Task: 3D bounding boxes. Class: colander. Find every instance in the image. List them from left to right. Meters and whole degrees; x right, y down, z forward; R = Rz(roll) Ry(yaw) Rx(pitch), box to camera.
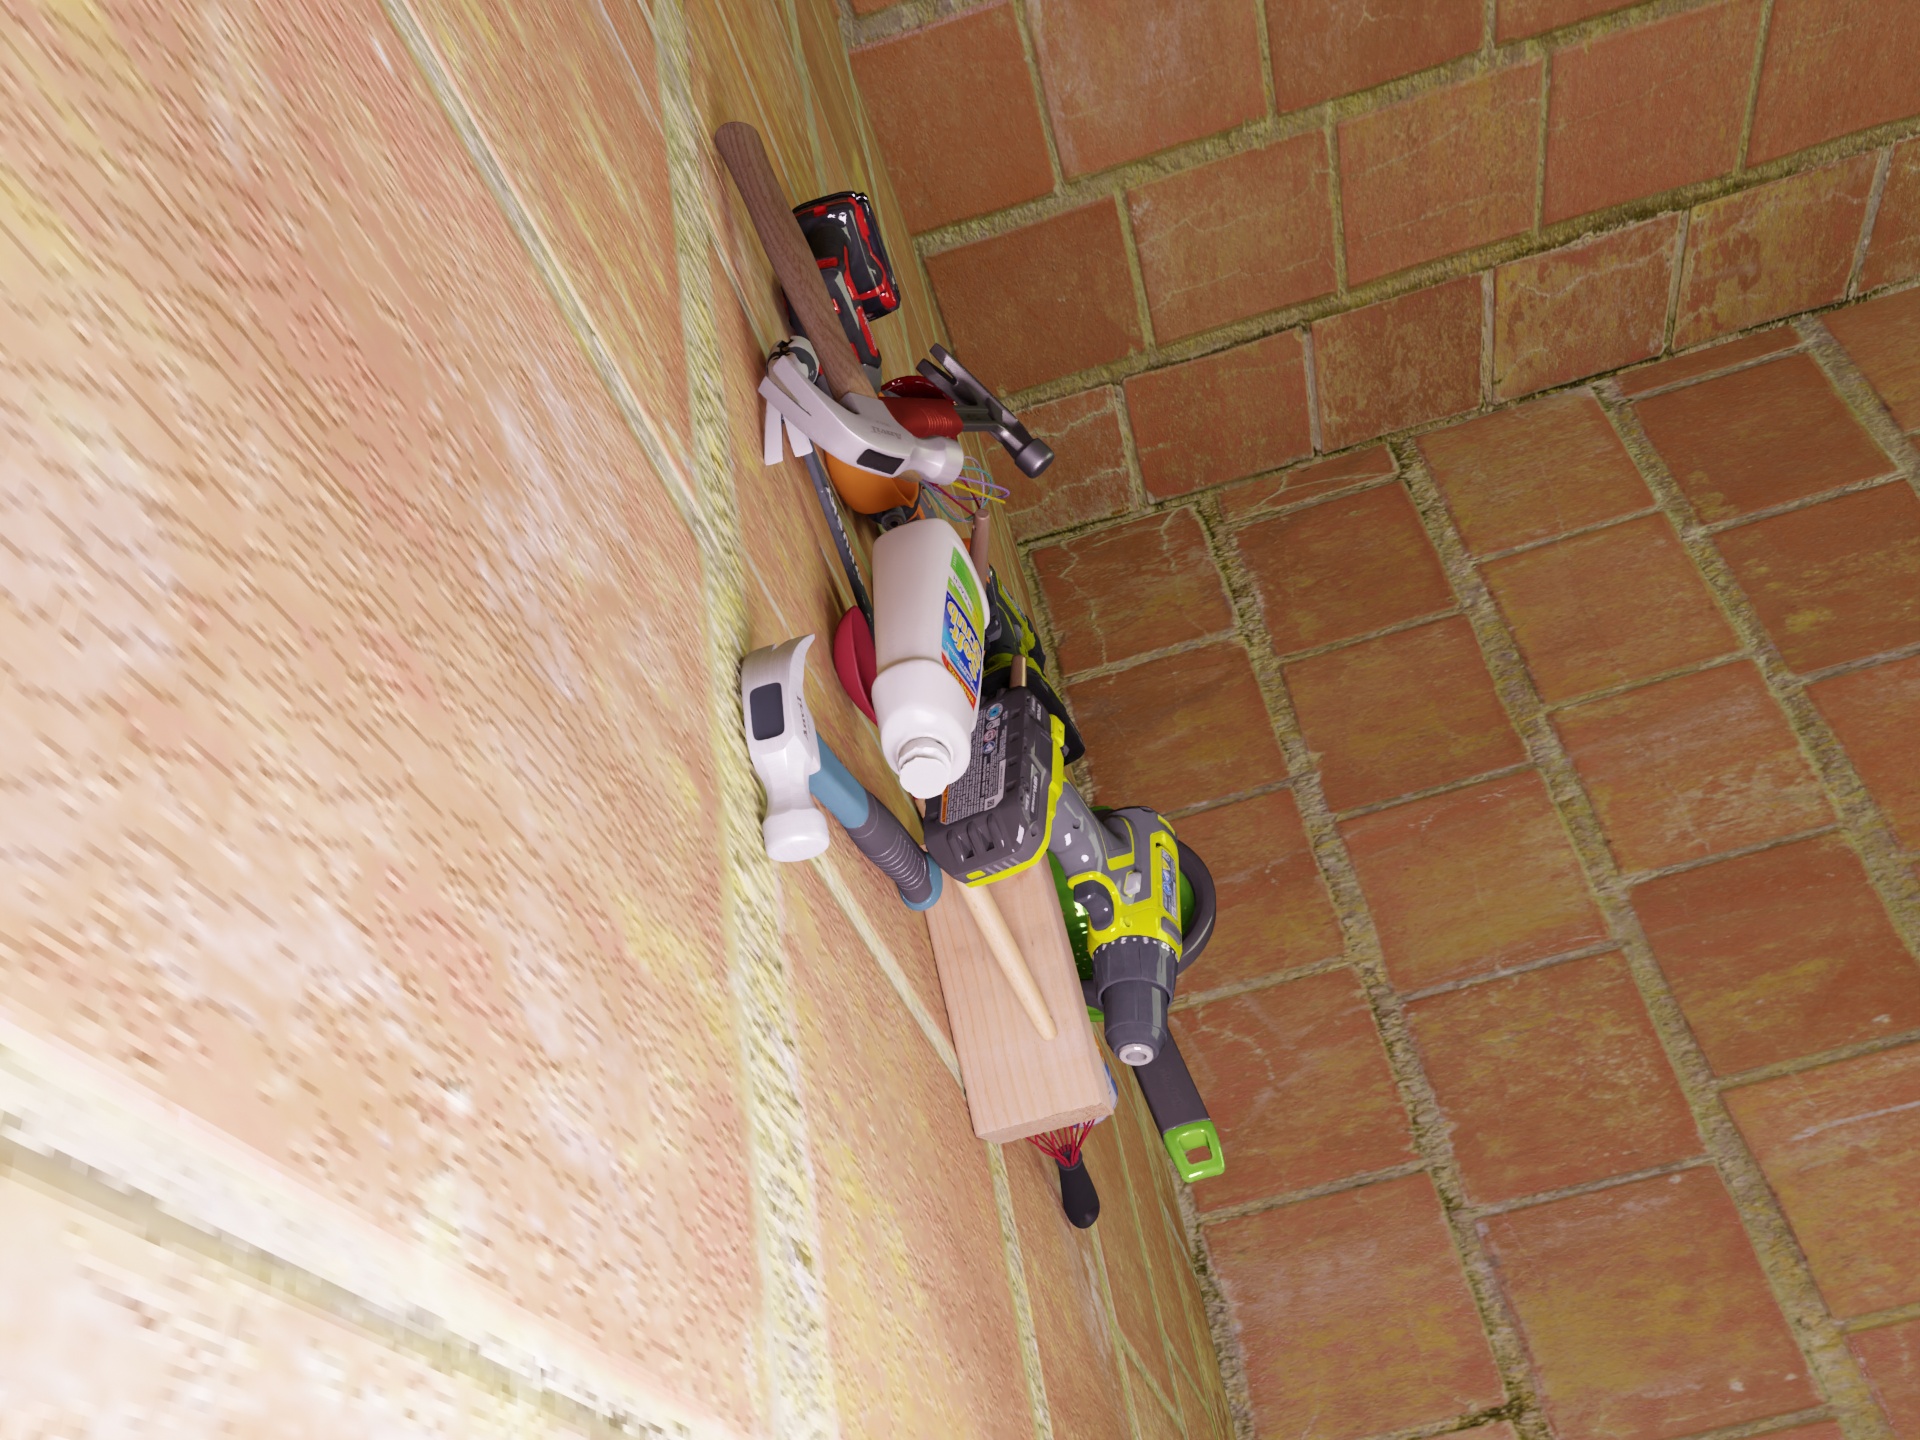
[{"bbox_3d":[0.128,0.225,1.252,0.398,0.204,0.094,-111,-171,-54],"label":"colander"}]

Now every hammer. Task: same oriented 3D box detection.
[{"bbox_3d":[-0.108,-0.294,1.077,0.130,0.031,0.332,6,49,-42],"label":"hammer"},{"bbox_3d":[-0.058,0.052,0.894,0.330,0.033,0.128,59,17,-68],"label":"hammer"},{"bbox_3d":[-0.061,-0.063,1.143,0.149,0.036,0.408,-93,166,-59],"label":"hammer"},{"bbox_3d":[-0.026,-0.245,1.251,0.149,0.036,0.359,44,19,5],"label":"hammer"}]

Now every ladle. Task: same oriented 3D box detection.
[{"bbox_3d":[-0.011,0.071,1.049,0.315,0.031,0.069,63,12,-3],"label":"ladle"}]

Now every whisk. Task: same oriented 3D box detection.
[{"bbox_3d":[-0.029,-0.194,1.253,0.047,0.051,0.245,55,19,17],"label":"whisk"},{"bbox_3d":[0.086,0.352,1.312,0.295,0.073,0.073,75,4,-48],"label":"whisk"}]

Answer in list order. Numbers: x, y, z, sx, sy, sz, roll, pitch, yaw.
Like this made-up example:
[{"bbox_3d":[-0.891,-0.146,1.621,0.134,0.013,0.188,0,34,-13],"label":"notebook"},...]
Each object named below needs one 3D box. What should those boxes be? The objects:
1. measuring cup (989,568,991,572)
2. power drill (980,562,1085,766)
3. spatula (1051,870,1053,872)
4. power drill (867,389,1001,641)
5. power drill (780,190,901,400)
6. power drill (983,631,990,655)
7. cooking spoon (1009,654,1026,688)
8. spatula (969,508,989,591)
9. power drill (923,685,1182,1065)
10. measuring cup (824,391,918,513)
[{"bbox_3d":[-0.031,-0.165,1.587,0.168,0.083,0.038,59,16,17],"label":"measuring cup"},{"bbox_3d":[0.057,-0.047,1.633,0.171,0.080,0.223,53,15,-36],"label":"power drill"},{"bbox_3d":[0.094,0.149,1.653,0.322,0.041,0.081,9,66,-80],"label":"spatula"},{"bbox_3d":[-0.036,-0.163,1.424,0.164,0.084,0.226,-99,166,-47],"label":"power drill"},{"bbox_3d":[-0.100,-0.347,1.342,0.220,0.078,0.143,-93,166,-53],"label":"power drill"},{"bbox_3d":[-0.002,-0.004,1.331,0.186,0.084,0.226,-97,174,-54],"label":"power drill"},{"bbox_3d":[0.045,0.093,1.421,0.068,0.017,0.319,70,23,-72],"label":"cooking spoon"},{"bbox_3d":[0.011,-0.068,1.420,0.060,0.018,0.315,54,-24,33],"label":"spatula"},{"bbox_3d":[0.074,0.103,1.055,0.228,0.080,0.191,45,35,-35],"label":"power drill"},{"bbox_3d":[-0.086,-0.205,1.235,0.173,0.052,0.095,-21,96,-71],"label":"measuring cup"}]
